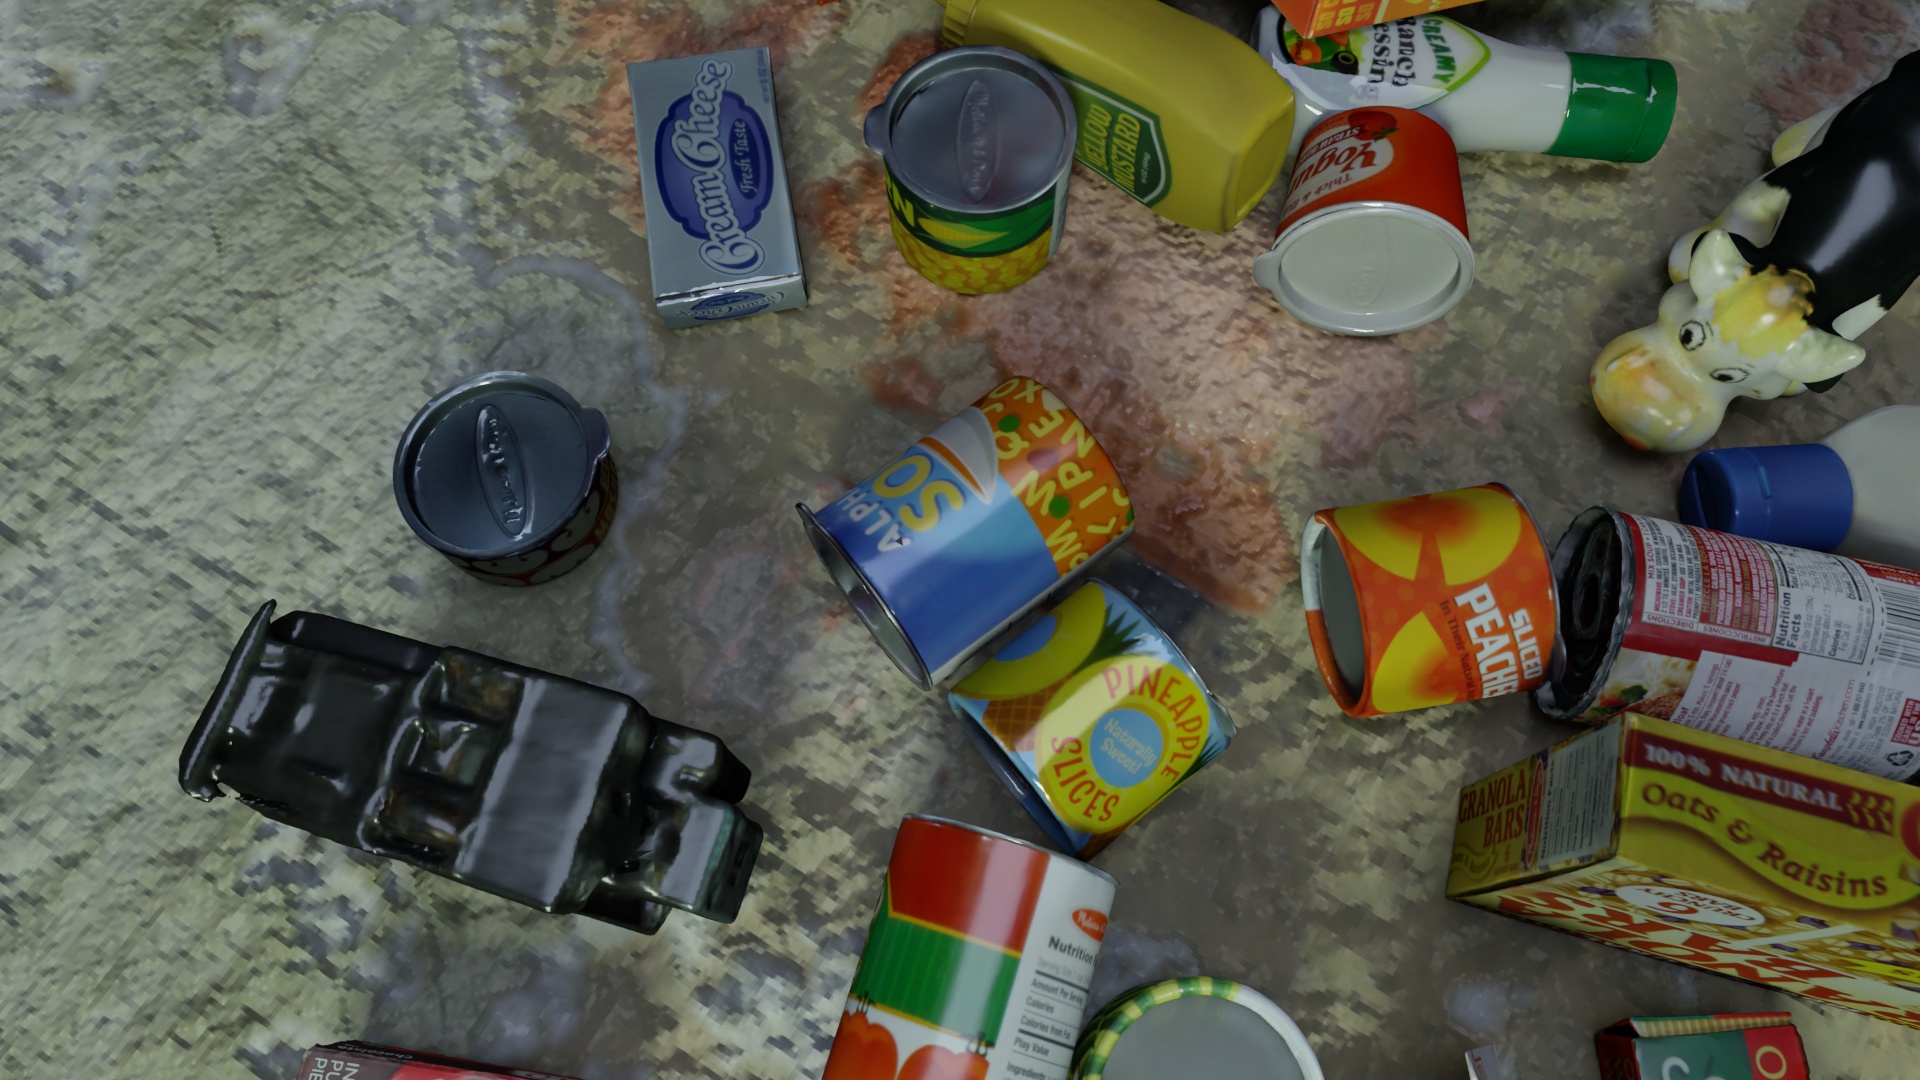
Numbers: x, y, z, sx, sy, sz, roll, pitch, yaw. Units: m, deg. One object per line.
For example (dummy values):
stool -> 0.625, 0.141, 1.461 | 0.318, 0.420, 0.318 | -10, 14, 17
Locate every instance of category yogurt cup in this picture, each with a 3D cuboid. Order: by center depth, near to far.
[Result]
yogurt cup -> 0.142, -0.111, 0.479 | 0.072, 0.072, 0.054 | 10, 63, 4

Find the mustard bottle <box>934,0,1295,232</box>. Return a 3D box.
mustard bottle -> 0.042, -0.172, 0.503 | 0.160, 0.065, 0.049 | 35, 70, 20

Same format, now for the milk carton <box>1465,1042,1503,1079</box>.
milk carton -> 0.148, 0.226, 0.344 | 0.073, 0.072, 0.191 | -12, 69, 21

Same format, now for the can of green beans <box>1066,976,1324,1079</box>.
can of green beans -> 0.064, 0.157, 0.387 | 0.071, 0.057, 0.071 | 0, 71, 1

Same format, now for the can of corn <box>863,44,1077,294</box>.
can of corn -> 0.003, -0.128, 0.488 | 0.071, 0.058, 0.071 | 0, 71, 0

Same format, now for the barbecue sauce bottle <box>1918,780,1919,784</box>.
barbecue sauce bottle -> 0.374, 0.063, 0.423 | 0.149, 0.043, 0.065 | 3, 46, 0

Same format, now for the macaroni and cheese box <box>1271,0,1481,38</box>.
macaroni and cheese box -> 0.175, -0.254, 0.516 | 0.167, 0.040, 0.124 | -17, 58, -14

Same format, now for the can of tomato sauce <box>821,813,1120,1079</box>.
can of tomato sauce -> 0.001, 0.127, 0.395 | 0.071, 0.071, 0.083 | 16, 72, 6

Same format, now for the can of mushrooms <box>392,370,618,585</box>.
can of mushrooms -> -0.148, -0.021, 0.464 | 0.071, 0.033, 0.071 | 0, 70, 1

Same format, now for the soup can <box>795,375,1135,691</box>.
soup can -> 0.002, -0.006, 0.439 | 0.084, 0.071, 0.071 | -36, 74, -12

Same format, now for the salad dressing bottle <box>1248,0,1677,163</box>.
salad dressing bottle -> 0.179, -0.164, 0.506 | 0.148, 0.043, 0.064 | 7, 66, 3

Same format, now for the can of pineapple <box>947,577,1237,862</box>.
can of pineapple -> 0.038, 0.054, 0.417 | 0.058, 0.070, 0.071 | -38, 75, -11

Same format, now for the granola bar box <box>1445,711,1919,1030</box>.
granola bar box -> 0.232, 0.097, 0.372 | 0.166, 0.124, 0.039 | 15, 72, 6

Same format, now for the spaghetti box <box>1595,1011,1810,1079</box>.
spaghetti box -> 0.222, 0.256, 0.366 | 0.050, 0.028, 0.251 | -4, 71, -1

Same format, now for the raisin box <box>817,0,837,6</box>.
raisin box -> -0.008, -0.263, 0.521 | 0.123, 0.086, 0.040 | -26, 75, -8

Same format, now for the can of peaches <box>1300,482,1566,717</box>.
can of peaches -> 0.143, 0.020, 0.429 | 0.058, 0.071, 0.071 | -8, 71, -2

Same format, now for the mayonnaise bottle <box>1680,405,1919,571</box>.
mayonnaise bottle -> 0.318, -0.016, 0.456 | 0.148, 0.041, 0.065 | -3, 70, 1

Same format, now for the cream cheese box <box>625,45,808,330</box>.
cream cheese box -> -0.089, -0.131, 0.507 | 0.053, 0.024, 0.104 | -10, 71, -2
